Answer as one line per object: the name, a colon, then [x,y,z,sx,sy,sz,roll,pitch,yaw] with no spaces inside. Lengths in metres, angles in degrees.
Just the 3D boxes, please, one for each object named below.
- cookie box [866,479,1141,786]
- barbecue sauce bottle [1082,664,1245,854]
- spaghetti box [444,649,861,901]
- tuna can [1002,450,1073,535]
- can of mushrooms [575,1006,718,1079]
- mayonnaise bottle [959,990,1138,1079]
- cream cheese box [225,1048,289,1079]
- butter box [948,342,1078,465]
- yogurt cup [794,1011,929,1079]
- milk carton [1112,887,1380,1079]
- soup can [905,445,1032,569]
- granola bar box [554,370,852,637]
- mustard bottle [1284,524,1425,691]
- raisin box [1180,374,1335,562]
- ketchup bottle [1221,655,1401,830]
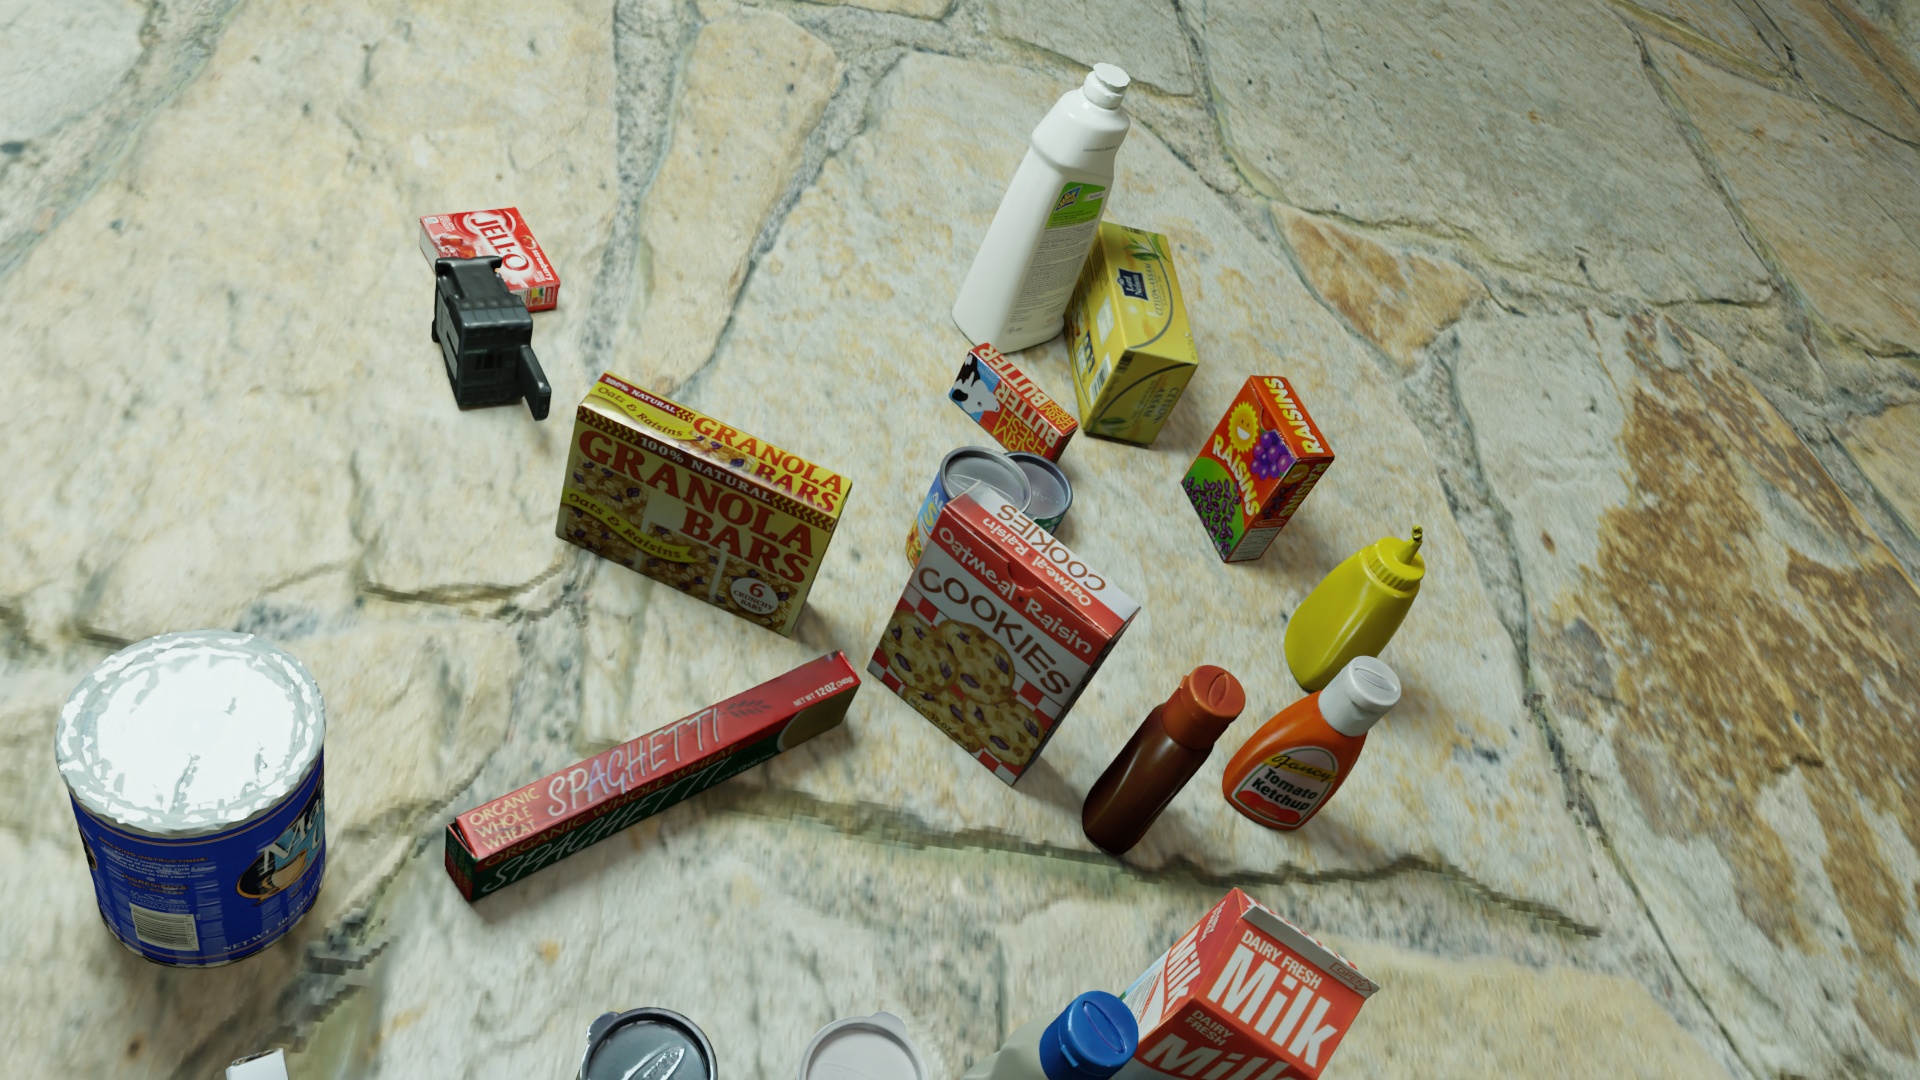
cookie box: [0.021,0.060,0.846,0.123,0.166,0.040,38,46,11]
barbecue sauce bottle: [0.123,0.131,0.843,0.044,0.147,0.065,31,46,4]
spaghetti box: [-0.166,0.128,0.785,0.251,0.050,0.029,-22,63,-37]
tuna can: [0.047,-0.030,1.032,0.071,0.032,0.071,12,47,-14]
can of mushrooms: [-0.156,0.265,0.681,0.071,0.033,0.071,12,47,-14]
mayonnaise bottle: [0.043,0.268,0.686,0.041,0.147,0.065,-23,63,-37]
cream cheese box: [-0.291,0.278,0.595,0.024,0.053,0.104,-11,56,-31]
butter box: [0.041,-0.101,1.077,0.103,0.052,0.024,43,48,16]
yogurt cup: [-0.055,0.281,0.697,0.072,0.053,0.073,13,47,-14]
milk carton: [0.137,0.248,0.716,0.072,0.189,0.074,32,46,5]
soup can: [0.003,-0.012,0.961,0.071,0.083,0.072,13,47,-14]
granola bar box: [-0.162,-0.020,0.867,0.165,0.123,0.039,24,45,-3]
mustard bottle: [0.287,0.044,0.984,0.049,0.159,0.065,6,49,-19]
raisin box: [0.226,-0.054,1.069,0.040,0.122,0.086,-3,52,-26]
ketchup bottle: [0.227,0.129,0.890,0.065,0.148,0.044,26,45,-1]
